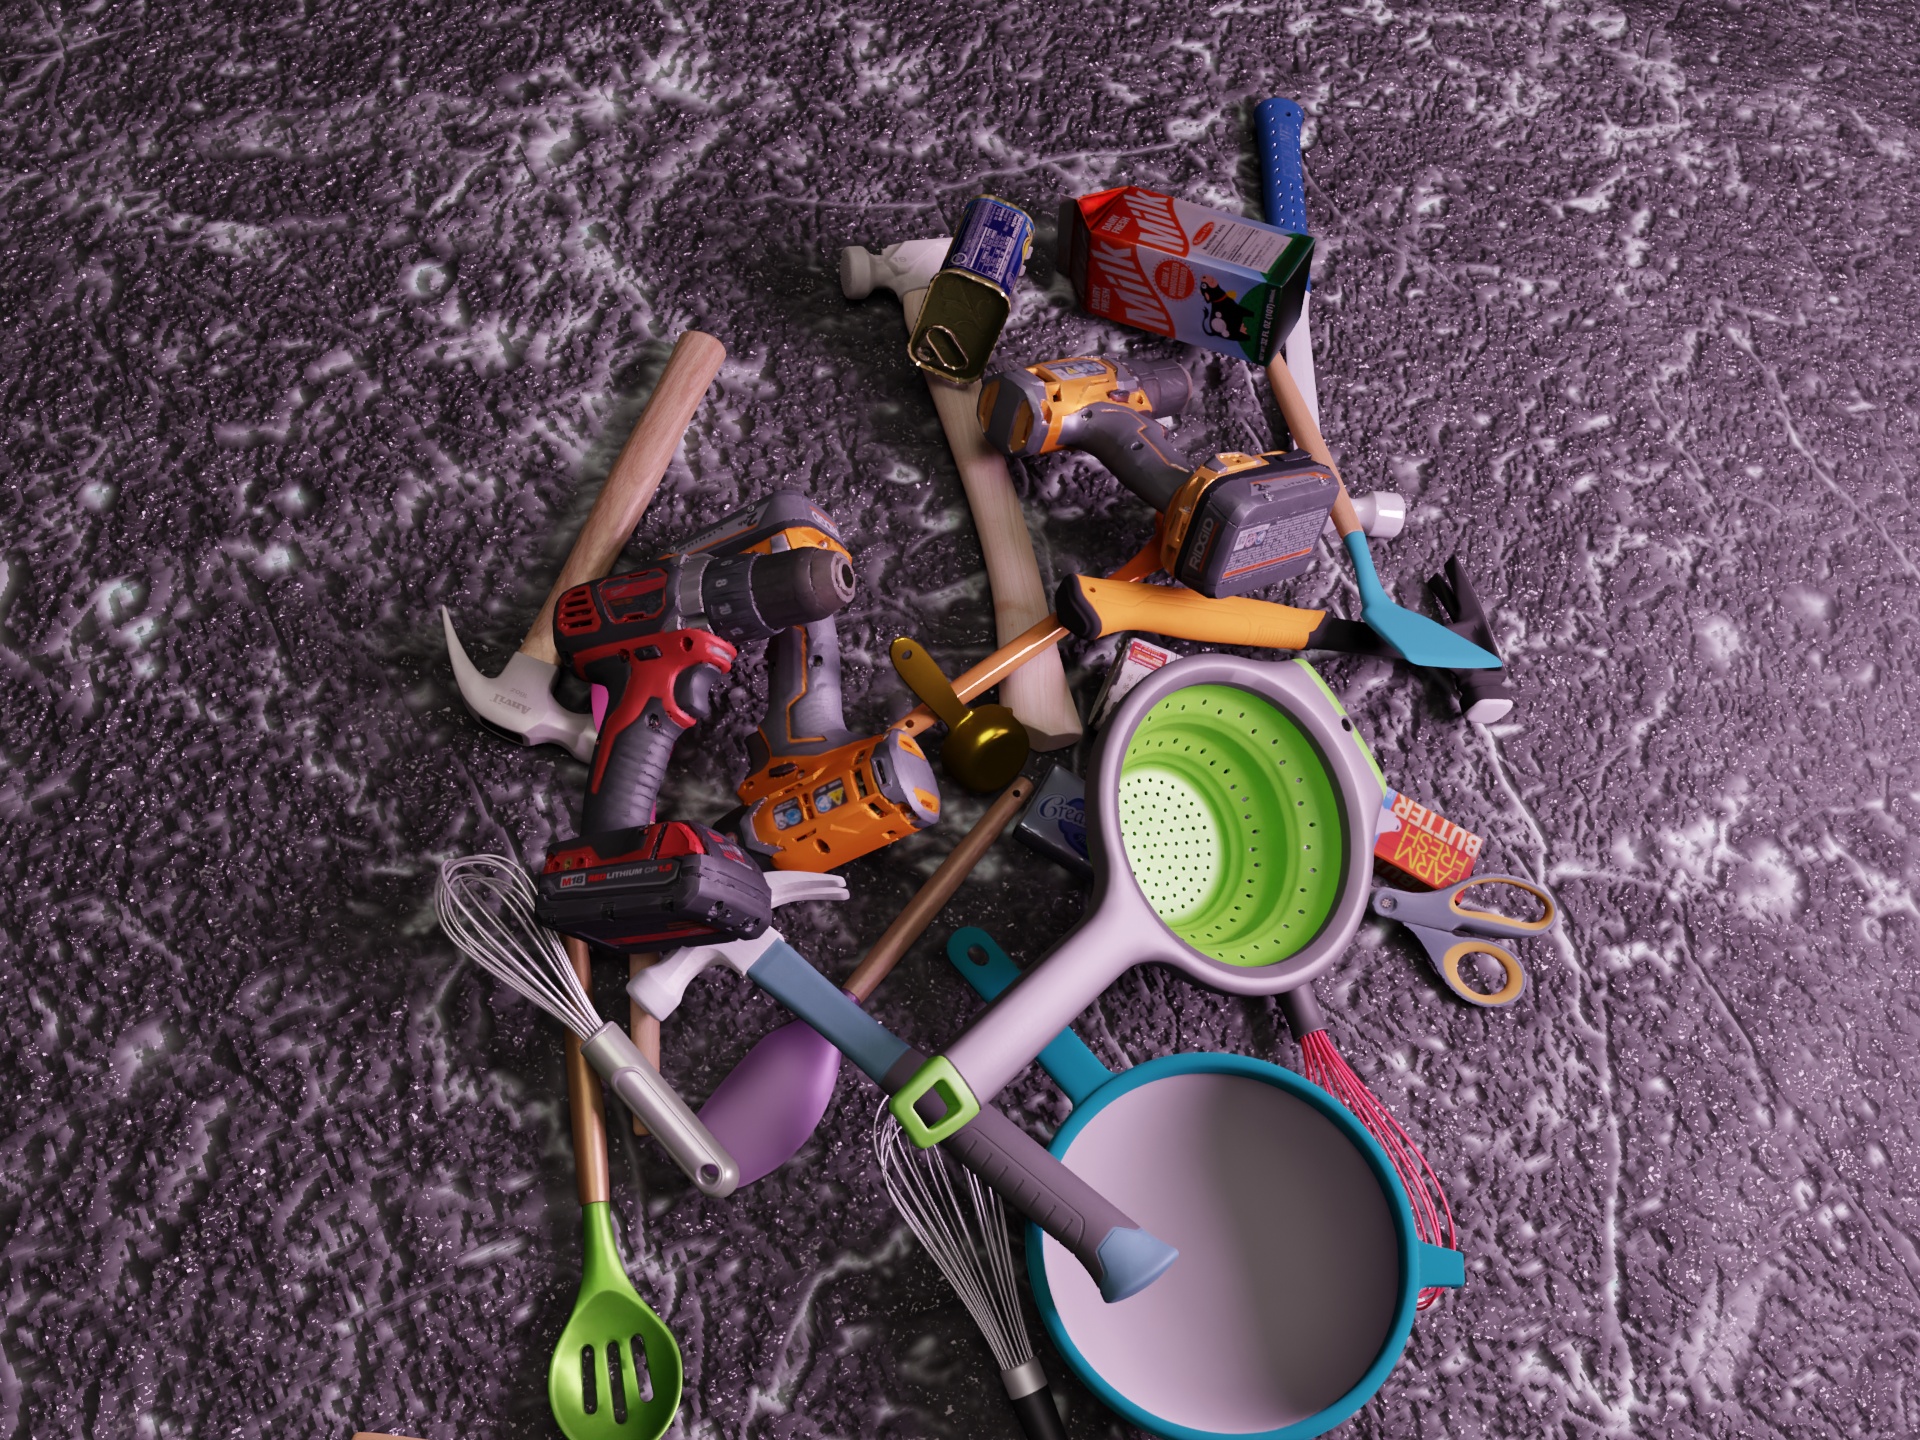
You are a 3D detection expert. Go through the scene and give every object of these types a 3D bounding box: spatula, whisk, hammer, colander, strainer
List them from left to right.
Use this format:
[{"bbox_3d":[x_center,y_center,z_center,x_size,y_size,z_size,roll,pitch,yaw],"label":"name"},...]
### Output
[{"bbox_3d":[-0.209,0.171,0.891,0.058,0.059,0.246,-42,87,5],"label":"whisk"},{"bbox_3d":[-0.235,-0.132,1.059,0.130,0.031,0.331,21,63,-2],"label":"hammer"},{"bbox_3d":[-0.049,0.150,0.972,0.060,0.018,0.316,38,65,5],"label":"spatula"},{"bbox_3d":[-0.026,0.201,0.875,0.331,0.033,0.128,36,70,20],"label":"hammer"},{"bbox_3d":[0.027,-0.172,1.128,0.146,0.038,0.411,-8,68,-16],"label":"hammer"},{"bbox_3d":[0.022,0.333,0.884,0.070,0.070,0.285,-18,75,-19],"label":"whisk"},{"bbox_3d":[0.077,-0.069,1.062,0.322,0.041,0.081,-34,79,-23],"label":"spatula"},{"bbox_3d":[0.090,0.110,0.927,0.397,0.094,0.204,-37,96,-32],"label":"colander"},{"bbox_3d":[0.102,0.260,0.919,0.211,0.095,0.341,-33,61,-18],"label":"strainer"},{"bbox_3d":[0.218,-0.070,1.076,0.336,0.034,0.127,5,57,-22],"label":"hammer"},{"bbox_3d":[0.256,-0.326,1.245,0.144,0.035,0.406,5,65,-9],"label":"hammer"},{"bbox_3d":[0.222,0.212,0.977,0.073,0.073,0.296,-10,63,-16],"label":"whisk"},{"bbox_3d":[0.272,-0.155,1.107,0.082,0.044,0.318,0,57,-27],"label":"spatula"}]

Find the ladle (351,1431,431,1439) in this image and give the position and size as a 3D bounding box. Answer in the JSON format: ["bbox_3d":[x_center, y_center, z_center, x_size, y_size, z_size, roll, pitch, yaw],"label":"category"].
[{"bbox_3d":[-0.159,0.405,0.827,0.315,0.031,0.069,12,61,-4],"label":"ladle"}]

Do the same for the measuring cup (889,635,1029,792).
[{"bbox_3d":[-0.002,-0.003,0.982,0.062,0.156,0.029,-44,52,-3],"label":"measuring cup"}]

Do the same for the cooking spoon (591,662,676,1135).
[{"bbox_3d":[-0.191,0.087,0.960,0.068,0.017,0.319,15,63,-44],"label":"cooking spoon"}]

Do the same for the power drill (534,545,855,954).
[{"bbox_3d":[-0.148,0.008,0.899,0.188,0.080,0.227,-10,66,21],"label":"power drill"}]

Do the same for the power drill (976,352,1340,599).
[{"bbox_3d":[0.147,-0.182,1.082,0.185,0.084,0.226,-18,47,-40],"label":"power drill"}]

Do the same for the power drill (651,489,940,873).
[{"bbox_3d":[-0.119,-0.010,0.982,0.164,0.084,0.227,-25,69,15],"label":"power drill"}]

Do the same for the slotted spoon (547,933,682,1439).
[{"bbox_3d":[-0.205,0.245,0.892,0.070,0.031,0.314,-6,65,-14],"label":"slotted spoon"}]
